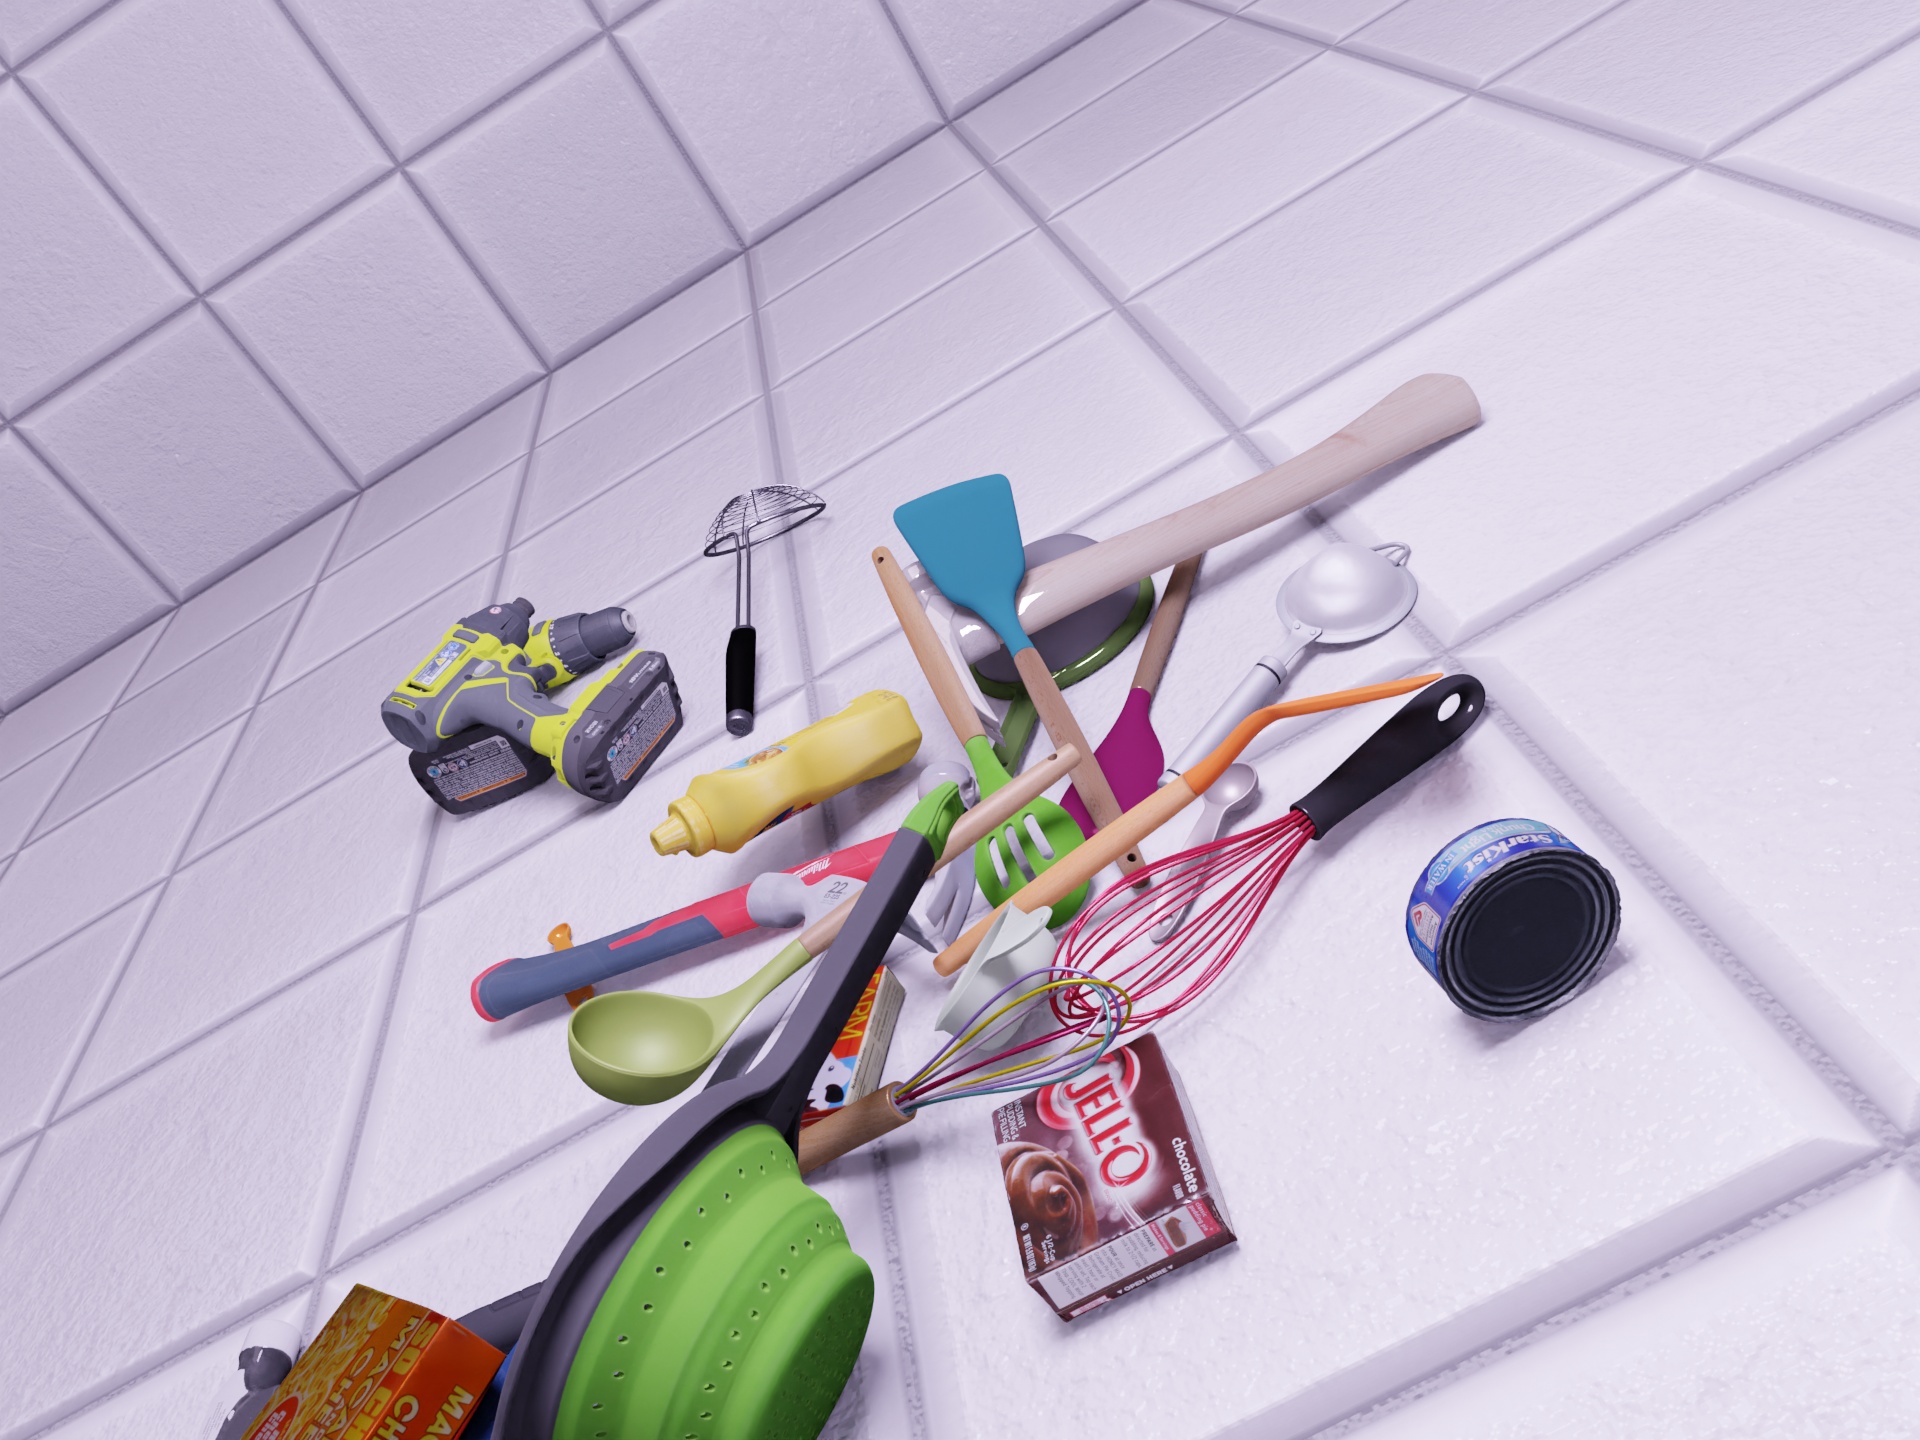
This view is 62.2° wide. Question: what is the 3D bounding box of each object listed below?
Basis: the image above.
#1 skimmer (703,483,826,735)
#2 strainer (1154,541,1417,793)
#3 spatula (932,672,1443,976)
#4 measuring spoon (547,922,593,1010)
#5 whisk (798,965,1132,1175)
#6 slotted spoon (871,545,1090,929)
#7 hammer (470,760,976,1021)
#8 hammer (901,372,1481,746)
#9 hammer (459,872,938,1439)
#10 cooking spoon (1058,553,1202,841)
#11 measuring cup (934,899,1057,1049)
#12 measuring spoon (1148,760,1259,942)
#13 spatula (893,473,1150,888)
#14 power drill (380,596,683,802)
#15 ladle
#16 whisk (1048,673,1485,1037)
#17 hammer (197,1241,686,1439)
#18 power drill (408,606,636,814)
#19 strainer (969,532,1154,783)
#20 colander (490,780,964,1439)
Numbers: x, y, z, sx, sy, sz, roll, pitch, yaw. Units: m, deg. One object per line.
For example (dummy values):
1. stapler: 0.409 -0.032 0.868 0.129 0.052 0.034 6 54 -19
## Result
1. skimmer: -0.180 -0.099 1.443 0.127 0.090 0.364 -22 41 14
2. strainer: 0.194 -0.037 0.967 0.087 0.050 0.258 26 67 41
3. spatula: 0.110 0.056 0.851 0.322 0.041 0.081 -39 -10 21
4. measuring spoon: -0.279 0.180 1.146 0.021 0.011 0.117 -37 33 -5
5. whisk: -0.011 0.186 0.799 0.245 0.047 0.051 -34 64 31
6. slotted spoon: -0.002 -0.003 0.991 0.070 0.031 0.314 -36 51 13
7. hammer: -0.167 0.142 1.049 0.386 0.038 0.143 -21 33 18
8. hammer: 0.168 -0.125 1.070 0.410 0.038 0.146 -25 57 -4
9. hammer: -0.153 0.238 0.833 0.144 0.035 0.406 -1 43 41
10. cooking spoon: 0.124 -0.034 1.049 0.069 0.017 0.319 -11 37 33
11. measuring cup: 0.032 0.125 0.805 0.083 0.038 0.167 -58 2 -23
12. measuring spoon: 0.135 0.075 0.886 0.034 0.018 0.124 2 51 44
13. spatula: 0.047 -0.028 0.981 0.082 0.044 0.318 -19 52 -8
14. power drill: -0.359 -0.026 1.366 0.223 0.080 0.171 17 51 22
15. ladle: -0.068 0.100 0.863 0.320 0.062 0.078 -35 36 -9
16. whisk: 0.164 0.064 0.826 0.296 0.073 0.073 -36 29 -14
17. hammer: -0.283 0.349 0.868 0.335 0.035 0.146 -26 29 14
18. power drill: -0.414 -0.023 1.516 0.190 0.080 0.229 -20 30 16
19. strainer: 0.044 -0.055 1.109 0.151 0.069 0.256 -14 33 31
20. colander: -0.064 0.206 0.731 0.094 0.204 0.397 21 65 20
